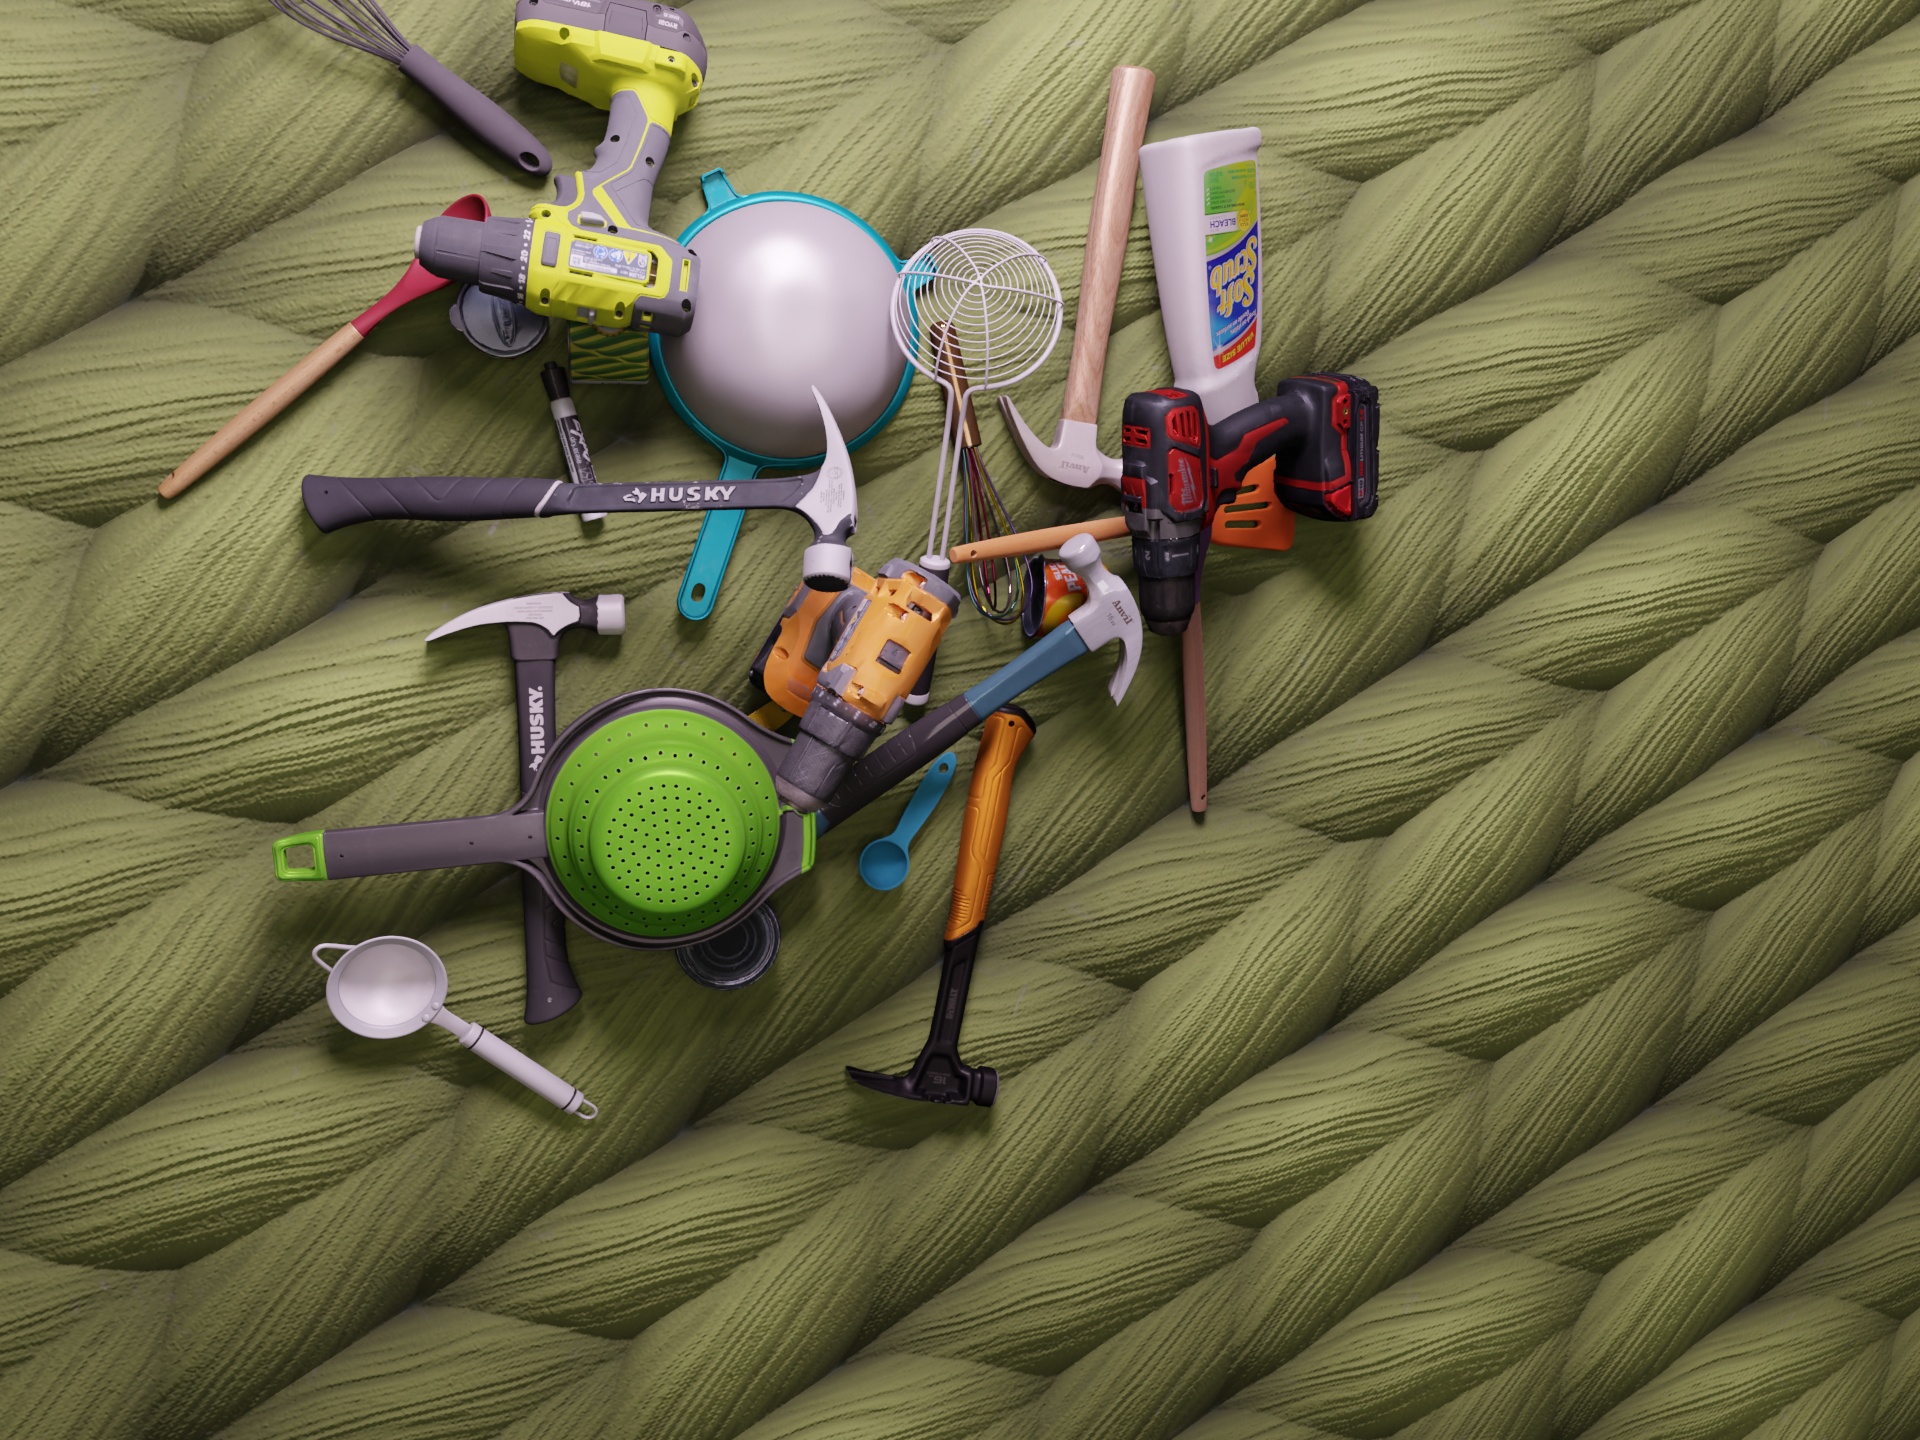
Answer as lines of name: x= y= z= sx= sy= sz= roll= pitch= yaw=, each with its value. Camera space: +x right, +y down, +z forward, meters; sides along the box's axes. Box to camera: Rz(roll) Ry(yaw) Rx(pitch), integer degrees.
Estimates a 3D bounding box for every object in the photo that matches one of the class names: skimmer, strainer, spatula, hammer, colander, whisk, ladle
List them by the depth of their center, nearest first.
whisk: x=-0.396 y=-0.470 z=1.137 sx=0.238 sy=0.055 sz=0.055 roll=36 pitch=88 yaw=-19
hammer: x=-0.275 y=-0.165 z=1.142 sx=0.409 sy=0.036 sz=0.149 roll=0 pitch=73 yaw=6
ladle: x=-0.456 y=-0.266 z=1.150 sx=0.315 sy=0.069 sz=0.031 roll=-41 pitch=142 yaw=-1
colander: x=-0.298 y=0.089 z=1.163 sx=0.397 sy=0.094 sz=0.204 roll=-5 pitch=99 yaw=-12
strainer: x=-0.147 y=-0.236 z=1.195 sx=0.211 sy=0.095 sz=0.340 roll=19 pitch=91 yaw=-15
hammer: x=-0.328 y=0.070 z=1.222 sx=0.146 sy=0.035 sz=0.334 roll=-2 pitch=97 yaw=-14
strainer: x=-0.385 y=0.239 z=1.228 sx=0.258 sy=0.050 sz=0.087 roll=40 pitch=93 yaw=-20
skimmer: x=-0.007 y=-0.188 z=1.229 sx=0.127 sy=0.090 sz=0.363 roll=10 pitch=118 yaw=2
hammer: x=-0.002 y=-0.004 z=1.251 sx=0.331 sy=0.033 sz=0.128 roll=-34 pitch=113 yaw=7
whisk: x=0.008 y=-0.195 z=1.267 sx=0.051 sy=0.047 sz=0.245 roll=-14 pitch=95 yaw=-16
spatula: x=0.135 y=-0.155 z=1.273 sx=0.322 sy=0.041 sz=0.081 roll=-13 pitch=106 yaw=-30
hammer: x=0.110 y=-0.353 z=1.274 sx=0.130 sy=0.031 sz=0.331 roll=7 pitch=95 yaw=-14
spatula: x=0.188 y=-0.072 z=1.305 sx=0.059 sy=0.018 sz=0.315 roll=-17 pitch=112 yaw=-28
hammer: x=-0.001 y=0.150 z=1.309 sx=0.127 sy=0.034 sz=0.337 roll=11 pitch=94 yaw=-15

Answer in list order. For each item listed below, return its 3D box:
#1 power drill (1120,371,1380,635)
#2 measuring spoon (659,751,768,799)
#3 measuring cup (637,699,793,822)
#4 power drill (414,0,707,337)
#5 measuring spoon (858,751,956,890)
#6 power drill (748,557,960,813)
power drill: x=0.221 y=-0.176 z=1.246 sx=0.226 sy=0.080 sz=0.187 roll=-16 pitch=113 yaw=-30
measuring spoon: x=-0.188 y=0.041 z=1.237 sx=0.116 sy=0.011 sz=0.021 roll=26 pitch=81 yaw=-21
measuring cup: x=-0.194 y=0.024 z=1.258 sx=0.156 sy=0.029 sz=0.062 roll=-35 pitch=104 yaw=-19
power drill: x=-0.273 y=-0.393 z=1.124 sx=0.190 sy=0.080 sz=0.228 roll=8 pitch=79 yaw=-15
measuring spoon: x=-0.042 y=0.081 z=1.303 sx=0.042 sy=0.021 sz=0.128 roll=35 pitch=79 yaw=-14
power drill: x=-0.092 y=-0.031 z=1.161 sx=0.084 sy=0.226 sz=0.185 roll=31 pitch=87 yaw=-19
